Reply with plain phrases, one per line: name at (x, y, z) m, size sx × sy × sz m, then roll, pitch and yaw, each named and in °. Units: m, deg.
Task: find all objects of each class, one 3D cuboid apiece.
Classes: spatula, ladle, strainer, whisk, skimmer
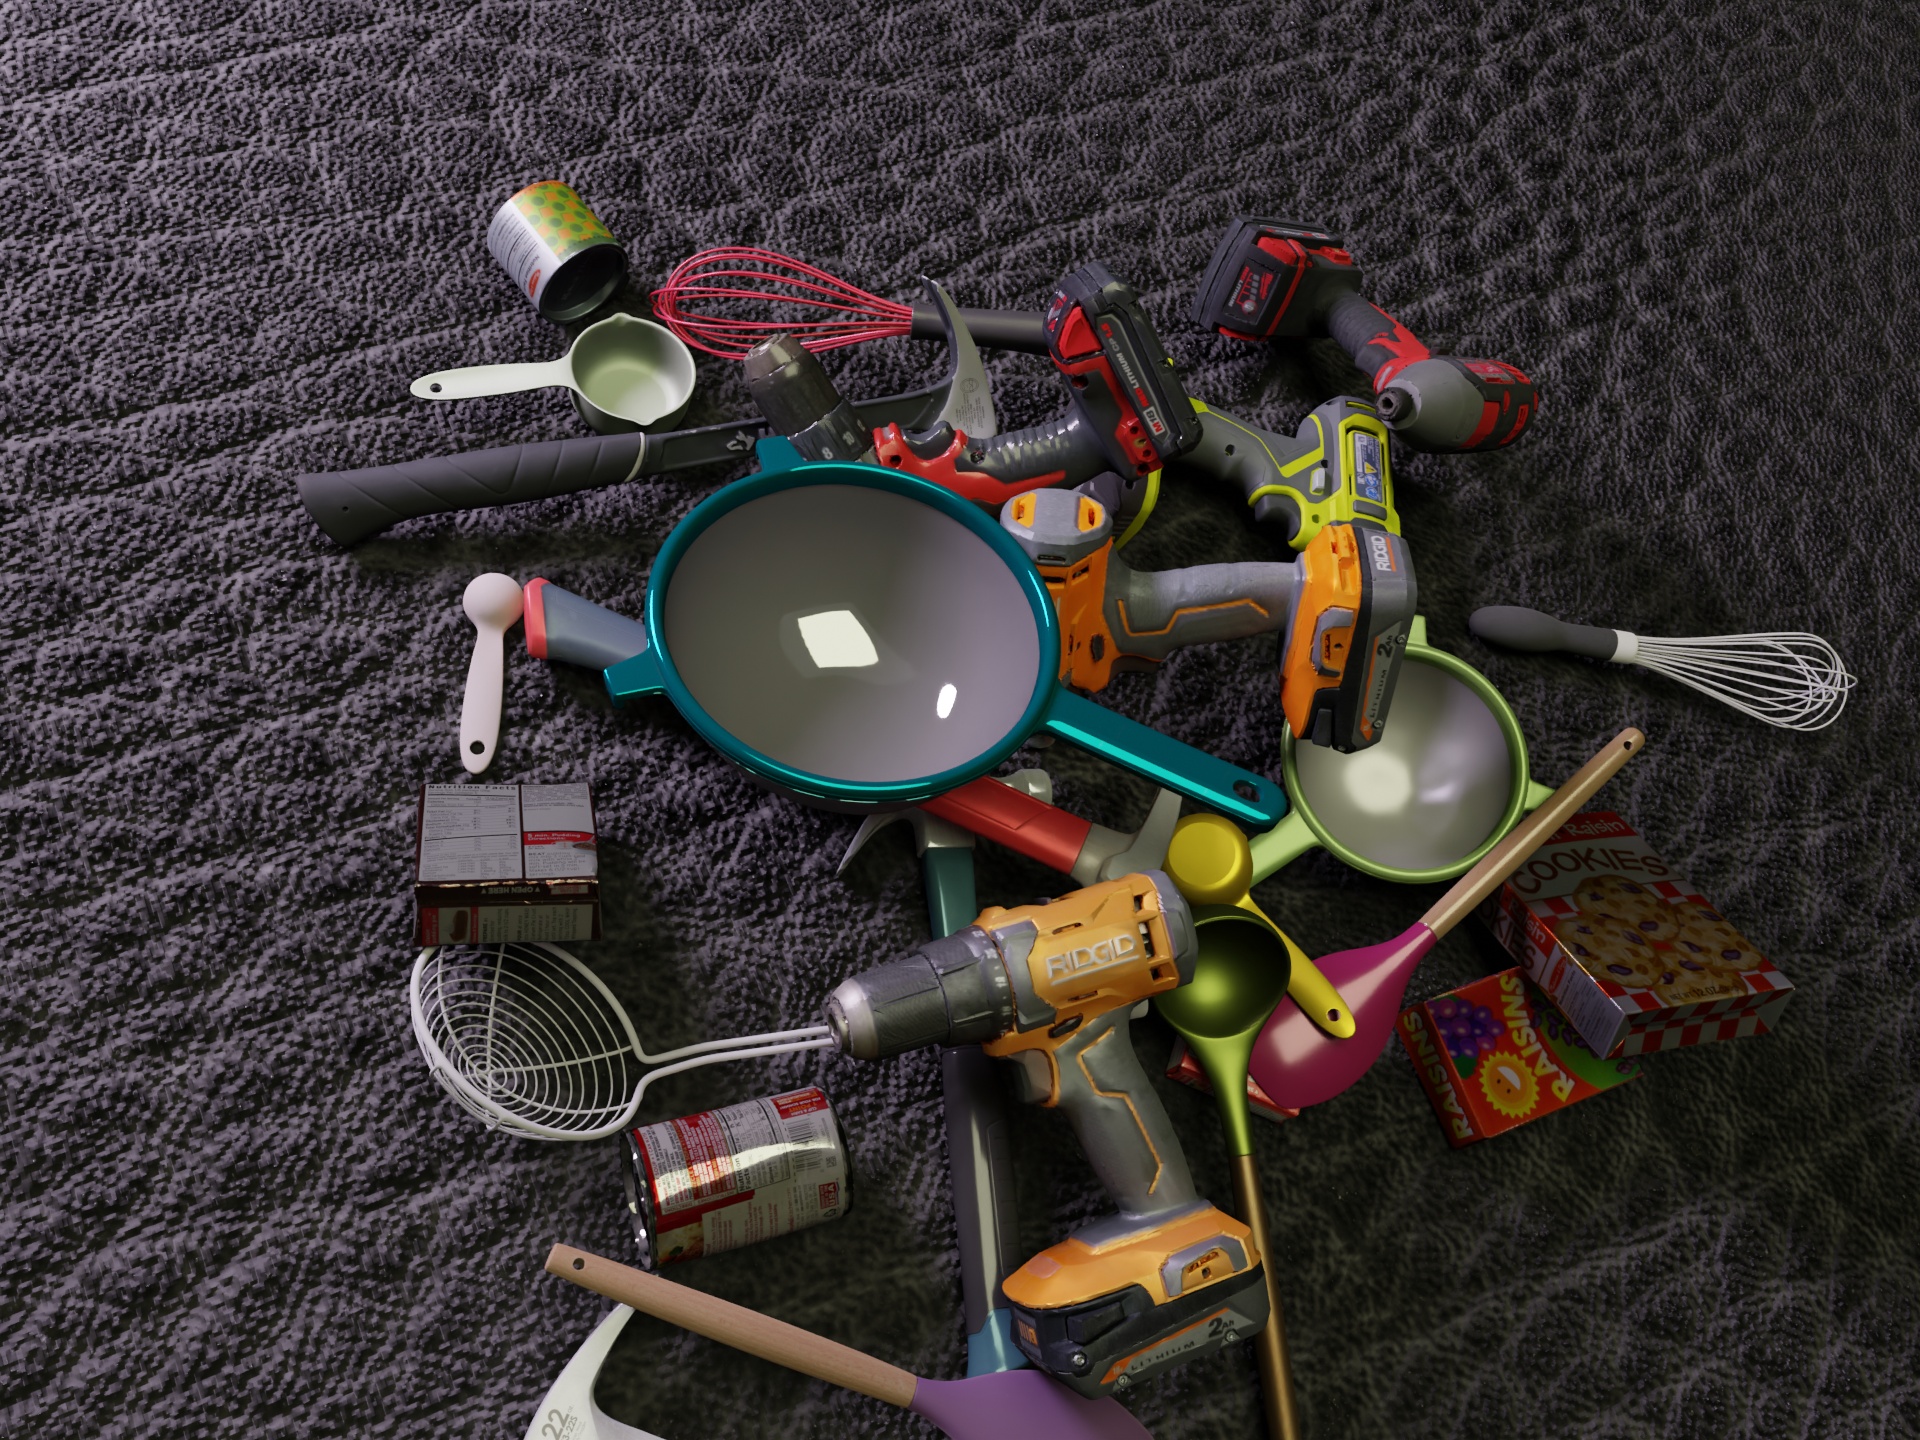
spatula at (-0.046, 0.308, 0.755) m, size 0.315 × 0.018 × 0.060 m, roll 24°, pitch 54°, yaw -10°
ladle at (0.154, 0.257, 0.836) m, size 0.078 × 0.062 × 0.320 m, roll -7°, pitch 77°, yaw -2°
strainer at (-0.001, -0.003, 0.832) m, size 0.340 × 0.095 × 0.211 m, roll 24°, pitch 54°, yaw 2°
whisk at (0.488, -0.047, 1.105) m, size 0.284 × 0.070 × 0.070 m, roll 10°, pitch 63°, yaw -7°
whisk at (-0.049, -0.254, 1.005) m, size 0.296 × 0.073 × 0.073 m, roll 5°, pitch 64°, yaw 0°
skimmer at (-0.080, 0.140, 0.795) m, size 0.363 × 0.090 × 0.127 m, roll -5°, pitch 36°, yaw -10°
strainer at (0.223, 0.060, 0.977) m, size 0.256 × 0.069 × 0.151 m, roll -32°, pitch 77°, yaw -9°

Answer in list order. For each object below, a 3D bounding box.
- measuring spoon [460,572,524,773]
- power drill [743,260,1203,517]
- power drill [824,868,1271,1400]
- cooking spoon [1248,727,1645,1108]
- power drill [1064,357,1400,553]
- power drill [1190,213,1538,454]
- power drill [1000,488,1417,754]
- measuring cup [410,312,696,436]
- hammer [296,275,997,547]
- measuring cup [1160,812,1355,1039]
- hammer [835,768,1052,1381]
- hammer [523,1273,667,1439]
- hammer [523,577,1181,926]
measuring spoon at (-0.265, -0.030, 0.888) m, size 0.034 × 0.018 × 0.124 m, roll 5°, pitch 65°, yaw -15°
power drill at (0.004, -0.178, 0.921) m, size 0.226 × 0.080 × 0.187 m, roll -29°, pitch 112°, yaw 8°
power drill at (0.044, 0.200, 0.769) m, size 0.185 × 0.084 × 0.226 m, roll -13°, pitch 88°, yaw -21°
cooking spoon at (0.287, 0.105, 0.919) m, size 0.319 × 0.017 × 0.069 m, roll -39°, pitch 83°, yaw -14°
power drill at (0.183, -0.153, 1.051) m, size 0.223 × 0.080 × 0.171 m, roll 13°, pitch 62°, yaw -14°
power drill at (0.266, -0.252, 1.063) m, size 0.143 × 0.078 × 0.220 m, roll -11°, pitch 46°, yaw -42°
power drill at (0.131, -0.044, 0.914) m, size 0.226 × 0.164 × 0.084 m, roll 6°, pitch 38°, yaw 3°
measuring cup at (-0.245, -0.199, 0.965) m, size 0.167 × 0.038 × 0.083 m, roll -9°, pitch 69°, yaw -18°
hammer at (-0.174, -0.163, 0.937) m, size 0.409 × 0.149 × 0.036 m, roll -12°, pitch 26°, yaw -15°
measuring cup at (0.168, 0.115, 0.898) m, size 0.062 × 0.029 × 0.157 m, roll -37°, pitch 63°, yaw -5°
hammer at (0.006, 0.180, 0.862) m, size 0.128 × 0.033 × 0.331 m, roll 1°, pitch 65°, yaw -17°
hammer at (-0.009, 0.392, 0.755) m, size 0.405 × 0.035 × 0.144 m, roll 22°, pitch 61°, yaw -6°
hammer at (-0.064, -0.001, 0.896) m, size 0.386 × 0.038 × 0.143 m, roll 24°, pitch 53°, yaw 5°
